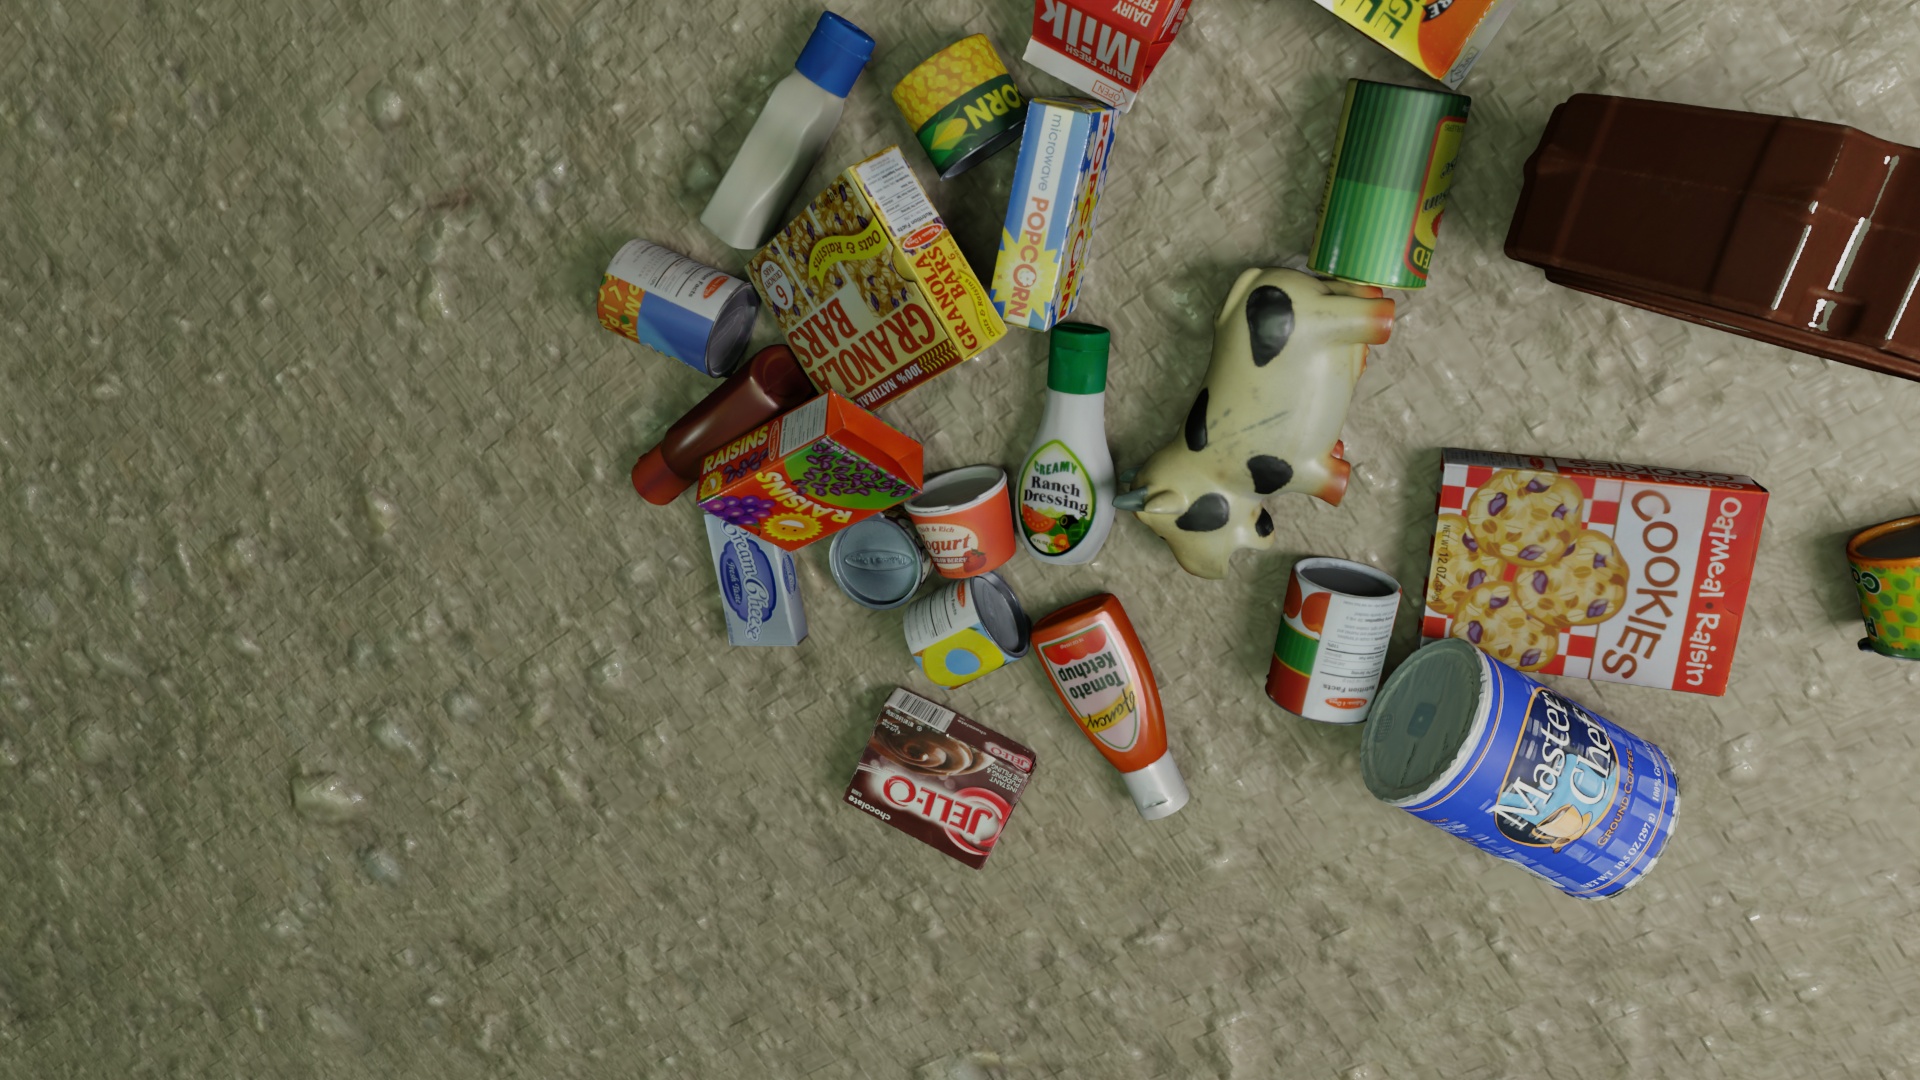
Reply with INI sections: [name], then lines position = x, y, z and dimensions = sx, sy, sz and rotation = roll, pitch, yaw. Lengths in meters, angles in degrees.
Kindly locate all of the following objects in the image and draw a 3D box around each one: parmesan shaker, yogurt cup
[parmesan shaker]
position = 0.232, -0.194, 0.755
dimensions = 0.071, 0.071, 0.102
rotation = 14, 111, 13
[yogurt cup]
position = 0.003, -0.011, 0.895
dimensions = 0.072, 0.073, 0.053
rotation = -9, 113, 21

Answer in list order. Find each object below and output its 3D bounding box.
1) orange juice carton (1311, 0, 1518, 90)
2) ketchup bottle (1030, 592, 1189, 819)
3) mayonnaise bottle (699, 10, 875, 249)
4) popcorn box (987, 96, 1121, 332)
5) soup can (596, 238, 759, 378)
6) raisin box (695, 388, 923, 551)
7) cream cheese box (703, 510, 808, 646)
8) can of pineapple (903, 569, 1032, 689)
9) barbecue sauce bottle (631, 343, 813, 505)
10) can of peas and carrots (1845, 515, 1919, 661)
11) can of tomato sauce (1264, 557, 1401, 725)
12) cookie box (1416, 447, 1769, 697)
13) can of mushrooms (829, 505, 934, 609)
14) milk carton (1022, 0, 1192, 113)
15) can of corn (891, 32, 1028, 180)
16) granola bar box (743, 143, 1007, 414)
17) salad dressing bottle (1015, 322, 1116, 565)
[orange juice carton]
position = 0.208, -0.299, 0.701
dimensions = 0.193, 0.073, 0.071
rotation = 18, 118, -29
[ketchup bottle]
position = 0.104, 0.111, 0.913
dimensions = 0.064, 0.044, 0.148
rotation = -23, 100, 23
[mayonnaise bottle]
position = -0.105, -0.250, 0.853
dimensions = 0.041, 0.065, 0.147
rotation = 36, 111, 1
[popcorn box]
position = 0.054, -0.191, 0.806
dimensions = 0.038, 0.085, 0.126
rotation = 16, 112, 11
[soup can]
position = -0.184, -0.150, 0.909
dimensions = 0.084, 0.071, 0.071
rotation = 24, 113, 10
[raisin box]
position = -0.097, -0.041, 0.889
dimensions = 0.123, 0.040, 0.086
rotation = -22, 144, 35
[cream cheese box]
position = -0.143, 0.024, 0.975
dimensions = 0.053, 0.024, 0.103
rotation = -3, 106, 19
[can of pineapple]
position = 0.005, 0.059, 0.916
dimensions = 0.057, 0.071, 0.071
rotation = -28, 97, 25
[barbecue sauce bottle]
position = -0.164, -0.073, 0.931
dimensions = 0.148, 0.065, 0.043
rotation = -33, 103, 33
[can of peas and carrots]
position = 0.512, 0.025, 0.739
dimensions = 0.071, 0.071, 0.058
rotation = -16, 101, 22
[can of tomato sauce]
position = 0.225, 0.059, 0.845
dimensions = 0.071, 0.071, 0.082
rotation = 12, 111, 14
[cookie box]
position = 0.358, 0.017, 0.800
dimensions = 0.167, 0.040, 0.122
rotation = 7, 109, 16
[can of mushrooms]
position = -0.052, 0.008, 0.935
dimensions = 0.071, 0.033, 0.070
rotation = 6, 110, 17
[milk carton]
position = 0.103, -0.335, 0.749
dimensions = 0.072, 0.074, 0.189
rotation = 30, 114, 7
[can of corn]
position = 0.003, -0.254, 0.811
dimensions = 0.071, 0.071, 0.058
rotation = -29, 97, 24
[granola bar box]
position = -0.057, -0.145, 0.835
dimensions = 0.124, 0.039, 0.165
rotation = 59, 150, -7
[salad dressing bottle]
position = 0.069, -0.060, 0.867
dimensions = 0.064, 0.044, 0.147
rotation = 13, 111, 26
